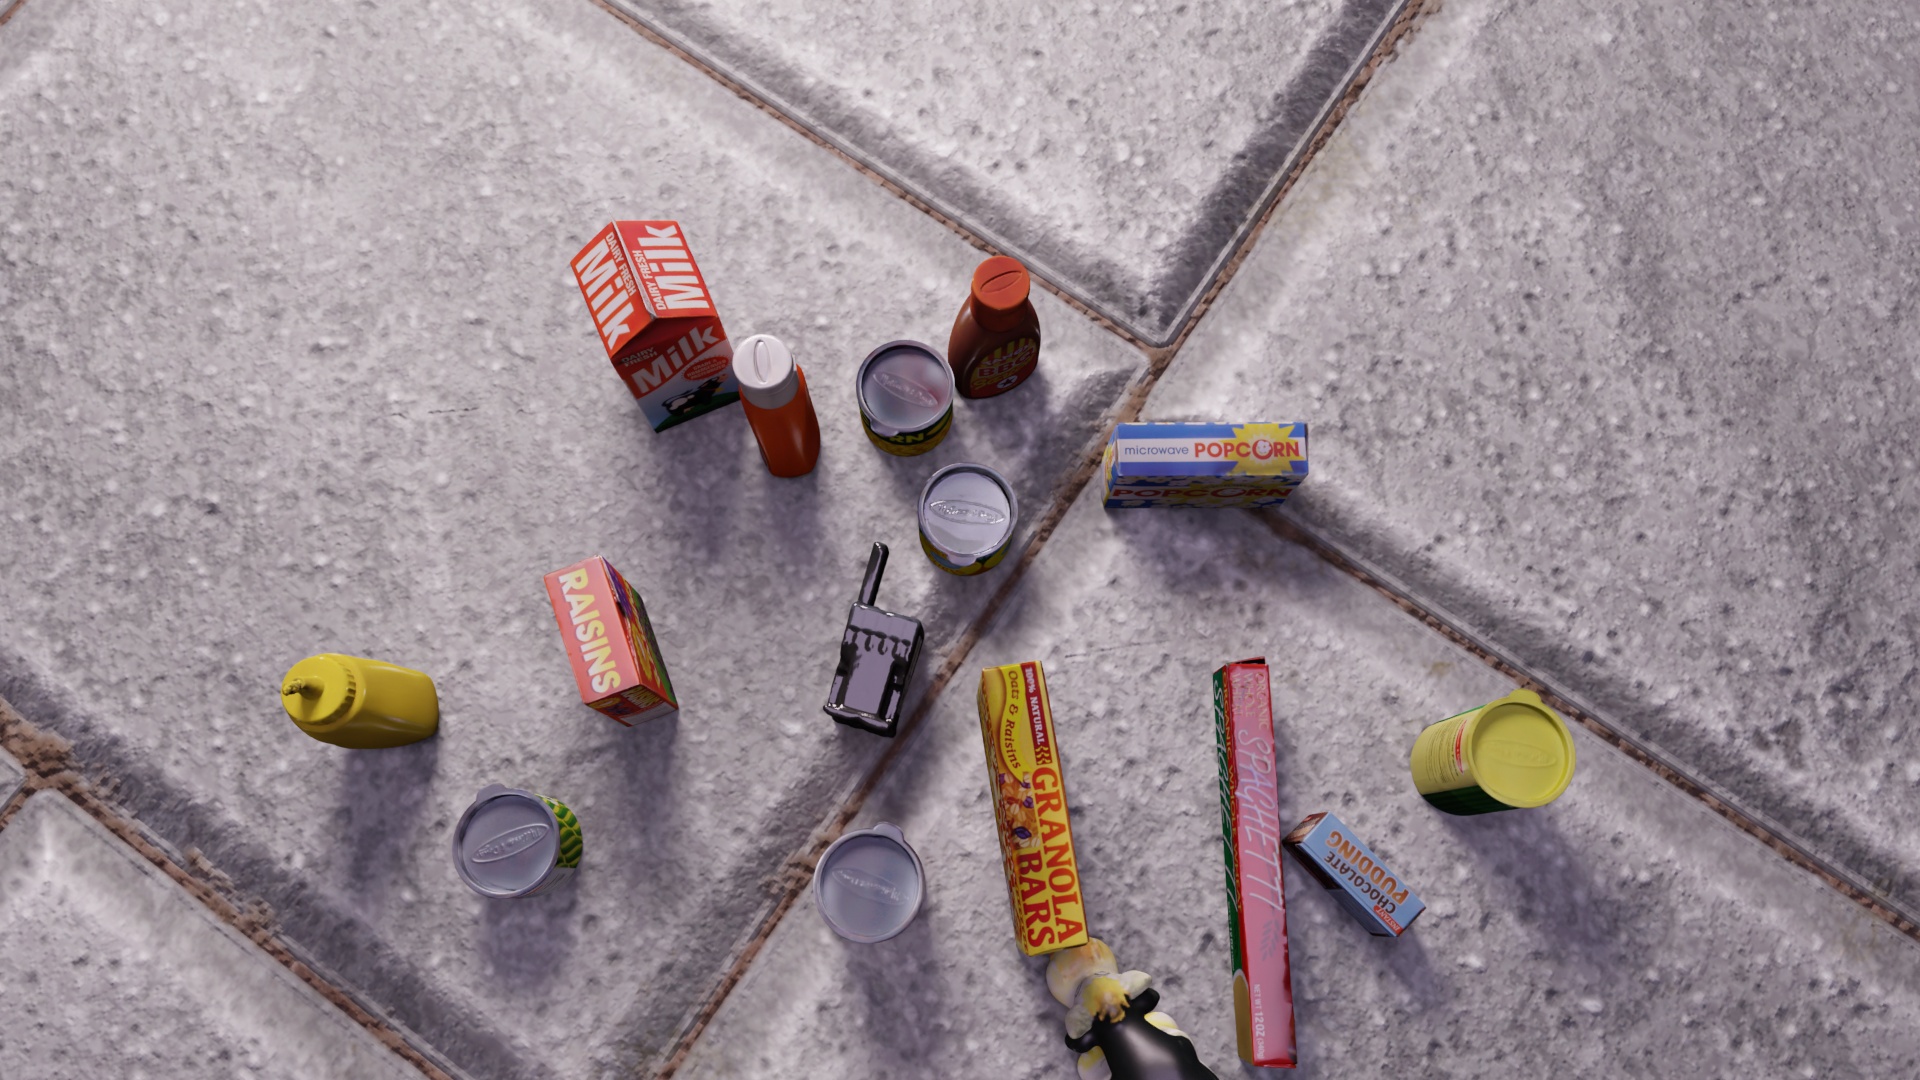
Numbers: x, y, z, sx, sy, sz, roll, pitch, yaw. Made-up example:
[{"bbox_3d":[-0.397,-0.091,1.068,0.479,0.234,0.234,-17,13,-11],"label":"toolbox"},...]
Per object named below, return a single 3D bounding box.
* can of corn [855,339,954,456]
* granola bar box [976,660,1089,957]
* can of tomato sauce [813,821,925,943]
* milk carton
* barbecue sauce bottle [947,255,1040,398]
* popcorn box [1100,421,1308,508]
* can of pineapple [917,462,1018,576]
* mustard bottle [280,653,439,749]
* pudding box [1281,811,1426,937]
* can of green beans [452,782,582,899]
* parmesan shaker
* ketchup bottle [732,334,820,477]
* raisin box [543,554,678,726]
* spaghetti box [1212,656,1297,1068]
[{"bbox_3d":[-0.039,-0.094,0.954,0.071,0.058,0.071,0,76,-1],"label":"can of corn"},{"bbox_3d":[0.042,0.165,0.854,0.039,0.124,0.166,-8,76,-3],"label":"granola bar box"},{"bbox_3d":[-0.054,0.212,0.861,0.071,0.083,0.071,0,76,-1],"label":"can of tomato sauce"},{"bbox_3d":[-0.194,-0.141,0.896,0.073,0.190,0.072,-23,77,-6],"label":"milk carton"},{"bbox_3d":[0.024,-0.141,0.921,0.065,0.148,0.044,-25,78,-7],"label":"barbecue sauce bottle"},{"bbox_3d":[0.161,-0.050,0.932,0.127,0.085,0.038,0,76,-1],"label":"popcorn box"},{"bbox_3d":[0.003,-0.012,0.934,0.071,0.057,0.071,0,76,-1],"label":"can of pineapple"},{"bbox_3d":[-0.371,0.097,0.846,0.065,0.160,0.049,-10,76,-3],"label":"mustard bottle"},{"bbox_3d":[0.249,0.212,0.883,0.030,0.049,0.084,-43,80,-10],"label":"pudding box"},{"bbox_3d":[-0.278,0.192,0.875,0.071,0.057,0.071,0,76,-1],"label":"can of green beans"},{"bbox_3d":[0.334,0.136,0.877,0.071,0.103,0.071,0,76,-1],"label":"parmesan shaker"},{"bbox_3d":[-0.119,-0.090,0.905,0.043,0.148,0.065,-7,76,-3],"label":"ketchup bottle"},{"bbox_3d":[-0.218,0.067,0.876,0.040,0.123,0.086,-20,77,-6],"label":"raisin box"},{"bbox_3d":[0.186,0.201,0.885,0.029,0.050,0.250,-1,75,-1],"label":"spaghetti box"}]
